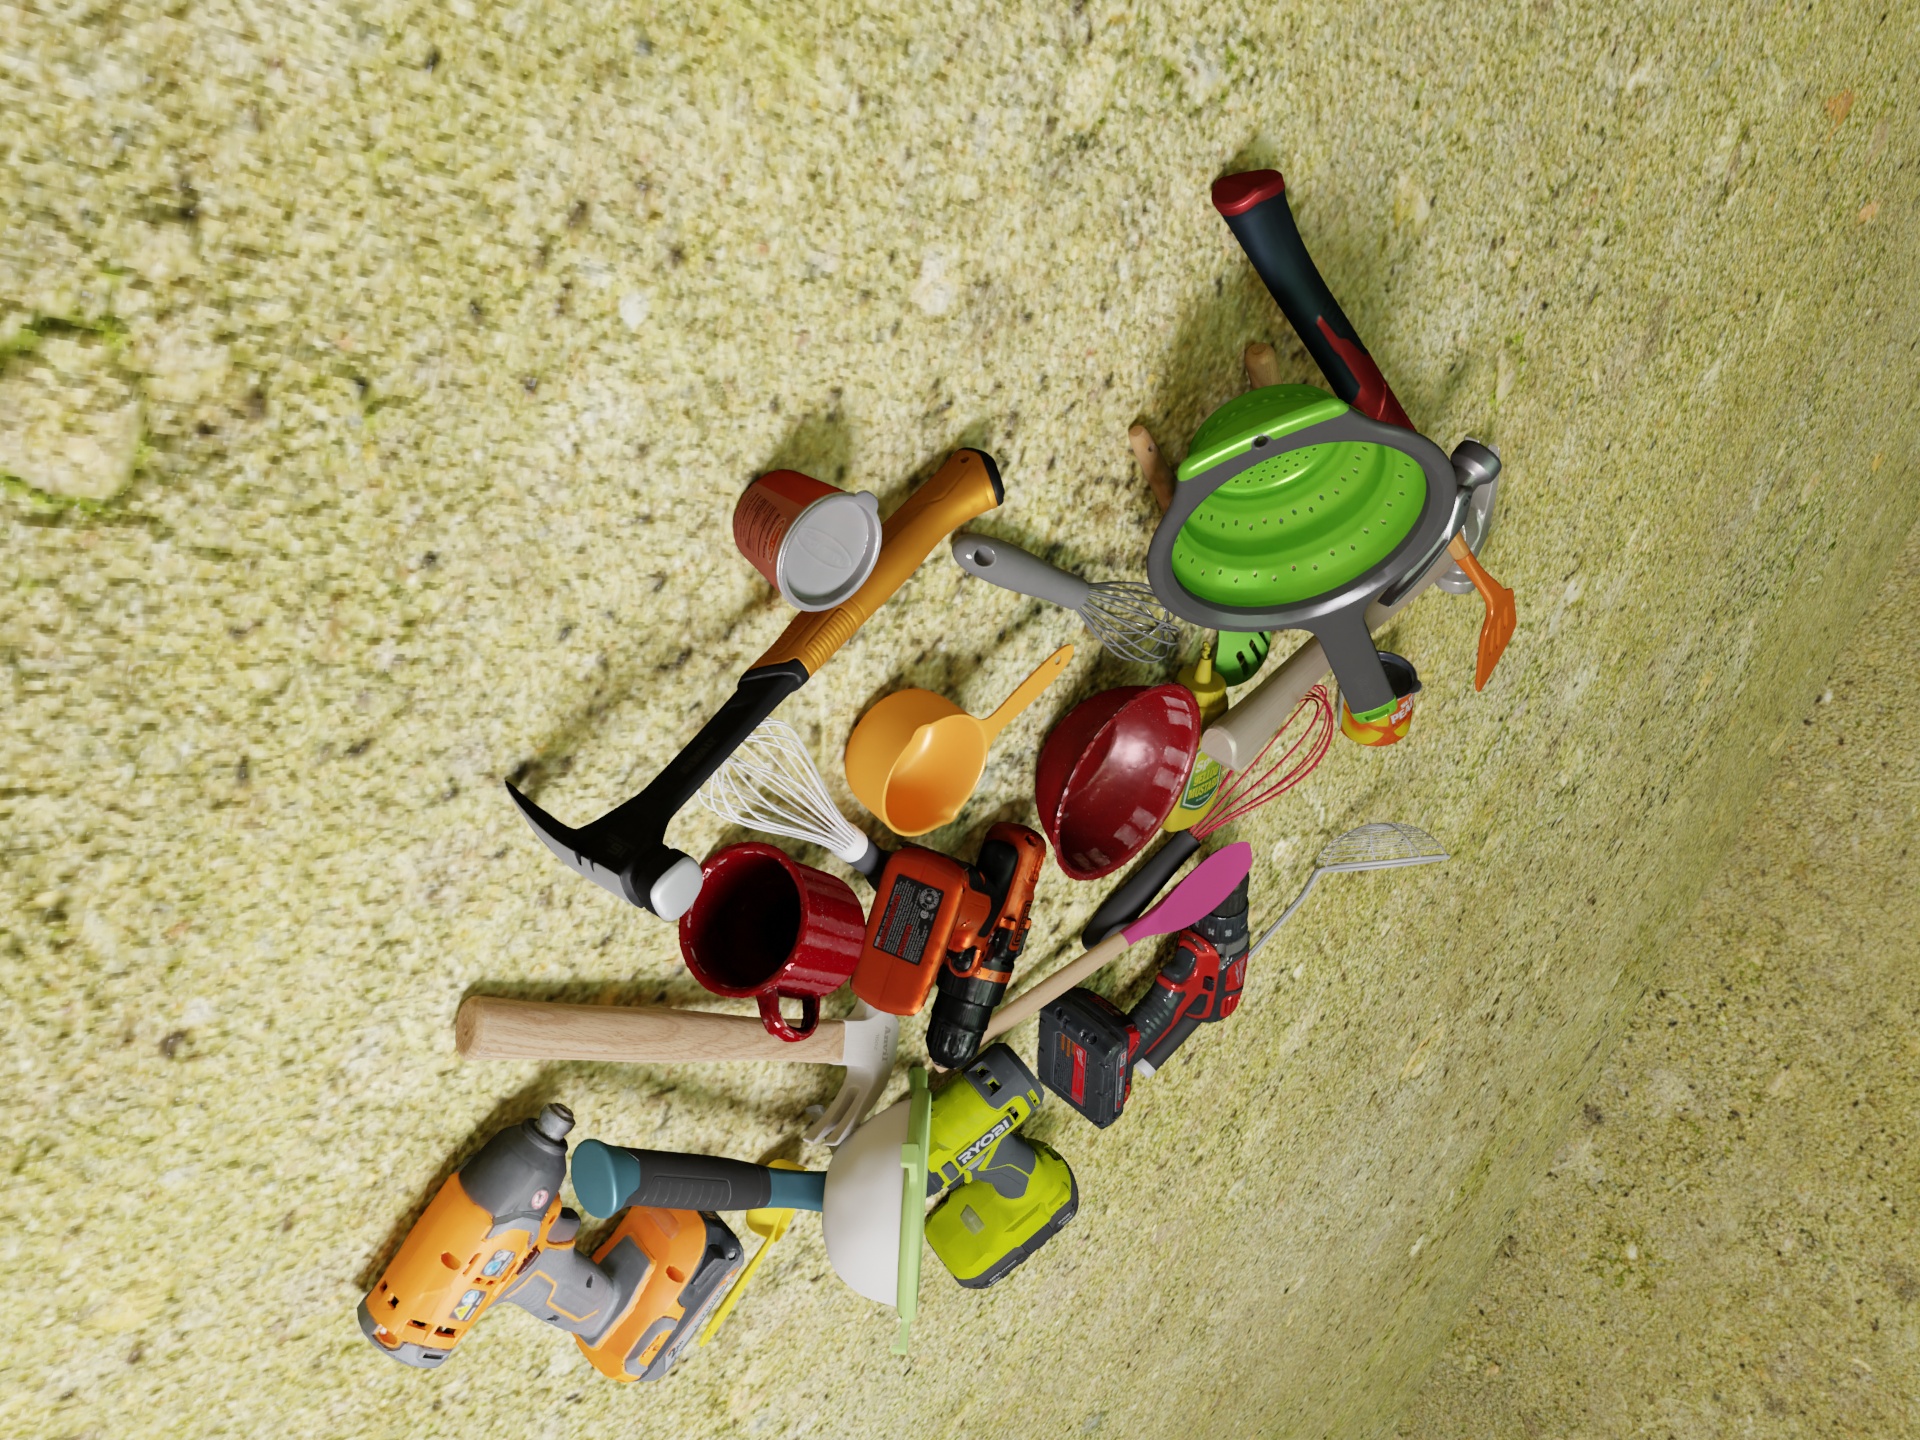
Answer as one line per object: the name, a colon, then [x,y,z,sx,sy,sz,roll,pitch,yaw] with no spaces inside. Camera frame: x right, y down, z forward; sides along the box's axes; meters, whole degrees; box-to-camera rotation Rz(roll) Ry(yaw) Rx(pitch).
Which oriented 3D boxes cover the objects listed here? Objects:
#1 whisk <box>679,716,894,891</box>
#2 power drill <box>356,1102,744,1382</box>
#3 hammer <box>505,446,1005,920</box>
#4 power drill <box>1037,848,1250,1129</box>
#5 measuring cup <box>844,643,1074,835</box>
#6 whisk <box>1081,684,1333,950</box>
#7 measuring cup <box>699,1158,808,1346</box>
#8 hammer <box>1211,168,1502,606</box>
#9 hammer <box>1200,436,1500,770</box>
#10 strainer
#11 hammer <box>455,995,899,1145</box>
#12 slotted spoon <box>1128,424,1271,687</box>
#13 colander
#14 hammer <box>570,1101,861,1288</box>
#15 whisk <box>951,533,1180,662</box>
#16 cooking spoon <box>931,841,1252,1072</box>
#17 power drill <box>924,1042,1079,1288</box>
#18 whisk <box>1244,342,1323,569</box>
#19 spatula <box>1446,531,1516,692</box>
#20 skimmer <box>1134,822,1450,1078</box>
whisk: [-0.082,0.064,0.982,0.070,0.070,0.284,-51,148,-5]
power drill: [-0.239,0.327,0.992,0.164,0.084,0.226,-55,140,-3]
hammer: [-0.092,-0.040,0.869,0.337,0.127,0.034,-48,143,-26]
power drill: [0.172,0.226,1.380,0.227,0.080,0.187,-31,138,-33]
measuring cup: [-0.002,-0.003,1.022,0.173,0.052,0.095,-42,142,-20]
whisk: [0.205,0.082,1.321,0.296,0.073,0.073,-47,144,0]
measuring cup: [-0.152,0.370,1.113,0.156,0.029,0.062,-52,161,-53]
hammer: [0.263,-0.227,1.103,0.143,0.038,0.385,-53,135,-1]
hammer: [0.324,-0.089,1.290,0.410,0.038,0.146,-37,139,-35]
strainer: [-0.057,0.308,1.116,0.069,0.256,0.151,3,105,-1]
hammer: [-0.161,0.199,0.988,0.331,0.031,0.130,14,75,-46]
slotted spoon: [0.176,-0.112,1.157,0.070,0.031,0.313,-53,143,-11]
colander: [0.246,-0.118,1.119,0.204,0.095,0.396,-21,146,15]
hammer: [-0.139,0.306,1.042,0.033,0.128,0.330,-16,156,22]
whisk: [0.073,-0.082,1.052,0.238,0.055,0.055,16,105,-48]
cooking spoon: [0.111,0.191,1.289,0.319,0.017,0.068,-32,138,-15]
power drill: [0.006,0.374,1.301,0.171,0.080,0.223,-37,140,-11]
whisk: [0.240,-0.178,1.168,0.051,0.047,0.244,-54,141,-21]
spatula: [0.386,-0.151,1.285,0.322,0.041,0.081,48,66,-31]
skimmer: [0.318,0.227,1.530,0.363,0.090,0.127,-44,177,-10]
